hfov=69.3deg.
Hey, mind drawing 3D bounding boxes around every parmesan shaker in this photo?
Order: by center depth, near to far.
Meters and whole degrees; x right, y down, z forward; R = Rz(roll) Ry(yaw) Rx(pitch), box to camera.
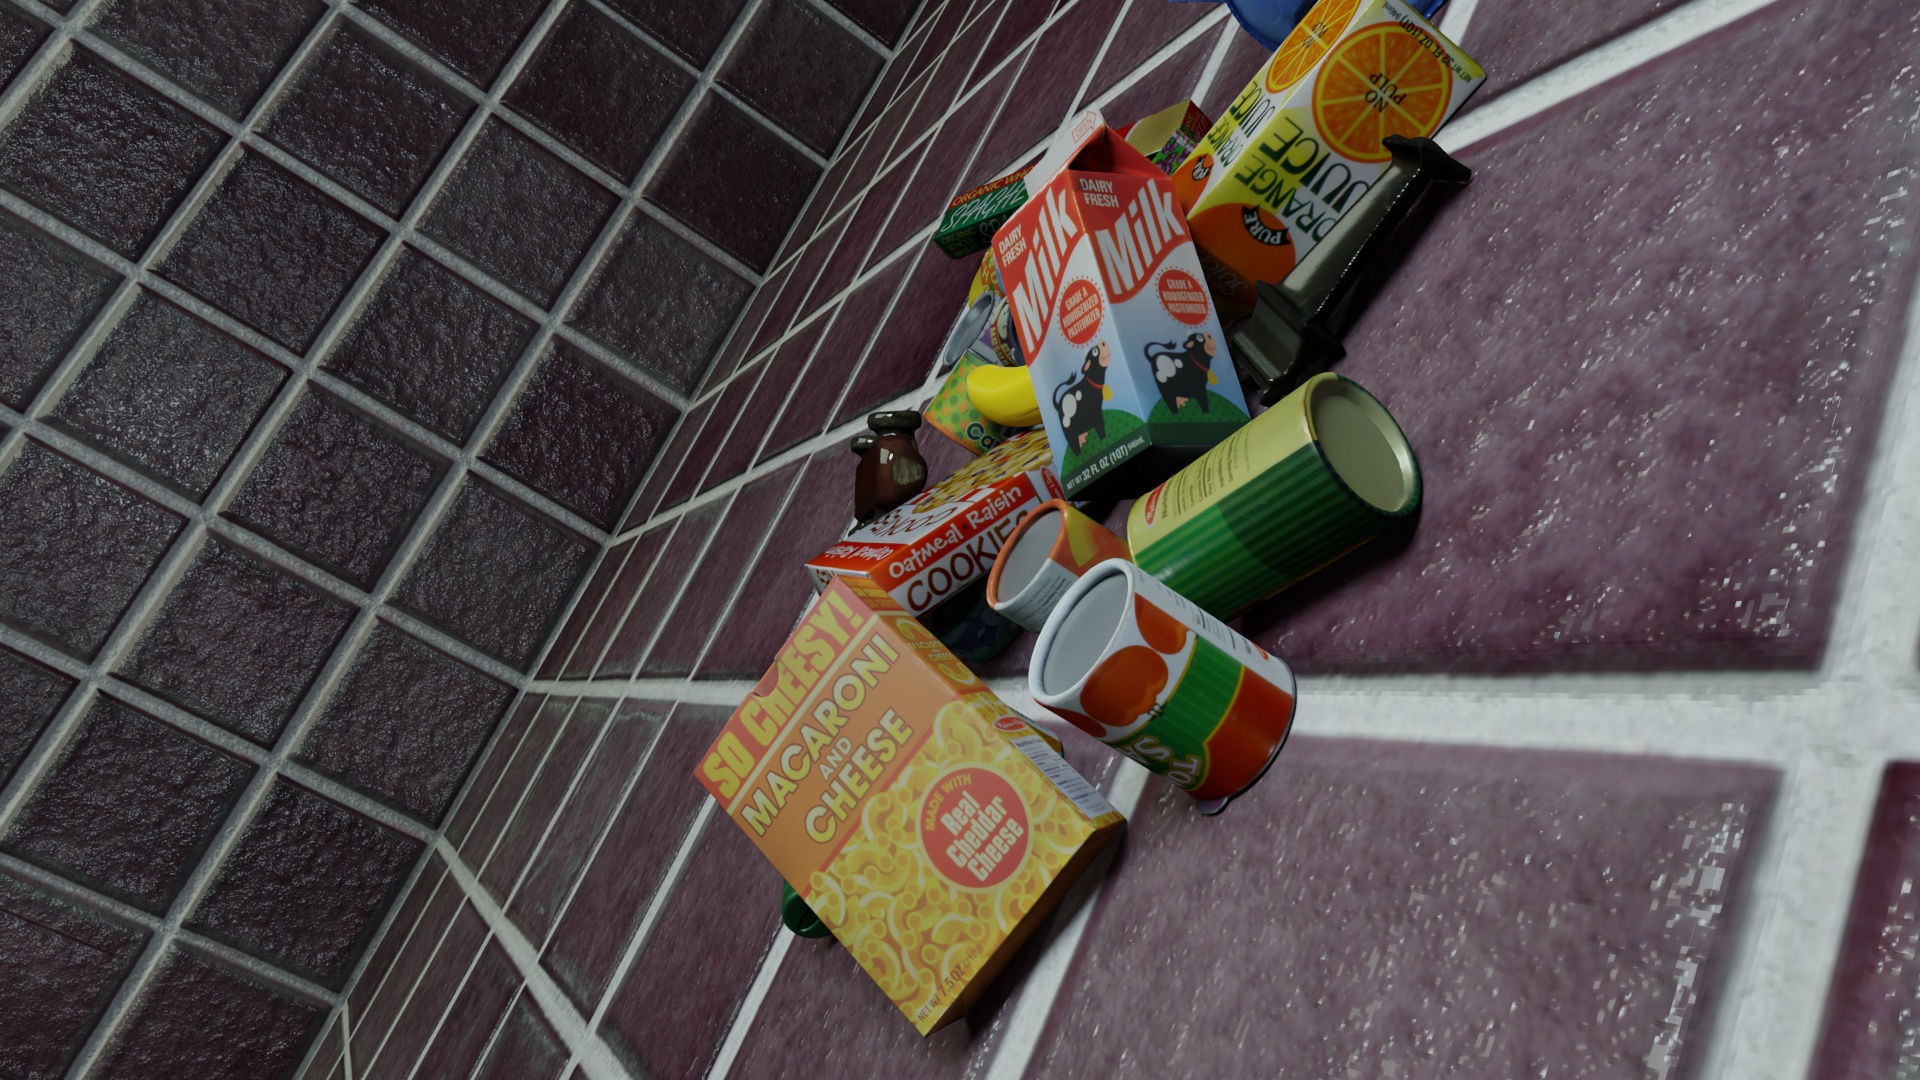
[{"bbox_3d":[0.125,-0.012,0.564,0.102,0.071,0.072,-38,27,45],"label":"parmesan shaker"}]

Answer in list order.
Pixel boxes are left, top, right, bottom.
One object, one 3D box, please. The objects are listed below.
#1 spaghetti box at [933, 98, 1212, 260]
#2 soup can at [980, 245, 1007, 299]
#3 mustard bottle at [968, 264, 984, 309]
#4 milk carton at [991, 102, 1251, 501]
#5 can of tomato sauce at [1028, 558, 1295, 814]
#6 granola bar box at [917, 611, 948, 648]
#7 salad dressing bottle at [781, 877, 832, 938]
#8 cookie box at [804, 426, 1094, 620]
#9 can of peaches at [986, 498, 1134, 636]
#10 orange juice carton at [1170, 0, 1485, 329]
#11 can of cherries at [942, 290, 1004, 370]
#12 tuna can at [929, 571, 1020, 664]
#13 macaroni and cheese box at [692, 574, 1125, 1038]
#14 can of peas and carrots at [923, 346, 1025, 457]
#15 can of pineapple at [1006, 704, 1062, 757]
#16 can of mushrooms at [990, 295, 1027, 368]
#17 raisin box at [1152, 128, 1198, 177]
[{"bbox_3d":[0.077,-0.269,1.057,0.249,0.028,0.050,-9,49,45],"label":"spaghetti box"},{"bbox_3d":[0.058,-0.207,1.039,0.071,0.071,0.083,-62,19,-12],"label":"soup can"},{"bbox_3d":[0.061,-0.247,1.131,0.065,0.049,0.161,-9,50,58],"label":"mustard bottle"},{"bbox_3d":[0.075,-0.121,0.705,0.072,0.073,0.191,-36,64,51],"label":"milk carton"},{"bbox_3d":[0.078,0.057,0.547,0.071,0.083,0.071,-49,20,25],"label":"can of tomato sauce"},{"bbox_3d":[-0.059,0.068,0.946,0.165,0.039,0.125,-36,28,48],"label":"granola bar box"},{"bbox_3d":[-0.086,0.175,0.837,0.064,0.044,0.148,-51,20,18],"label":"salad dressing bottle"},{"bbox_3d":[0.003,-0.010,0.803,0.168,0.040,0.123,-33,12,-18],"label":"cookie box"},{"bbox_3d":[0.055,0.019,0.706,0.071,0.058,0.071,-49,21,26],"label":"can of peaches"},{"bbox_3d":[0.172,-0.197,0.733,0.192,0.072,0.073,-49,20,24],"label":"orange juice carton"},{"bbox_3d":[0.030,-0.144,1.032,0.071,0.058,0.072,-50,19,25],"label":"can of cherries"},{"bbox_3d":[0.011,0.038,0.826,0.070,0.033,0.071,-48,21,25],"label":"tuna can"},{"bbox_3d":[-0.028,0.114,0.624,0.123,0.167,0.040,-53,-23,13],"label":"macaroni and cheese box"},{"bbox_3d":[0.018,-0.092,0.971,0.058,0.071,0.071,-56,18,9],"label":"can of peas and carrots"},{"bbox_3d":[0.007,0.111,0.679,0.070,0.058,0.071,-49,20,25],"label":"can of pineapple"},{"bbox_3d":[0.054,-0.142,0.950,0.071,0.071,0.033,-63,18,-14],"label":"can of mushrooms"},{"bbox_3d":[0.122,-0.175,0.841,0.123,0.040,0.086,-51,39,19],"label":"raisin box"}]
